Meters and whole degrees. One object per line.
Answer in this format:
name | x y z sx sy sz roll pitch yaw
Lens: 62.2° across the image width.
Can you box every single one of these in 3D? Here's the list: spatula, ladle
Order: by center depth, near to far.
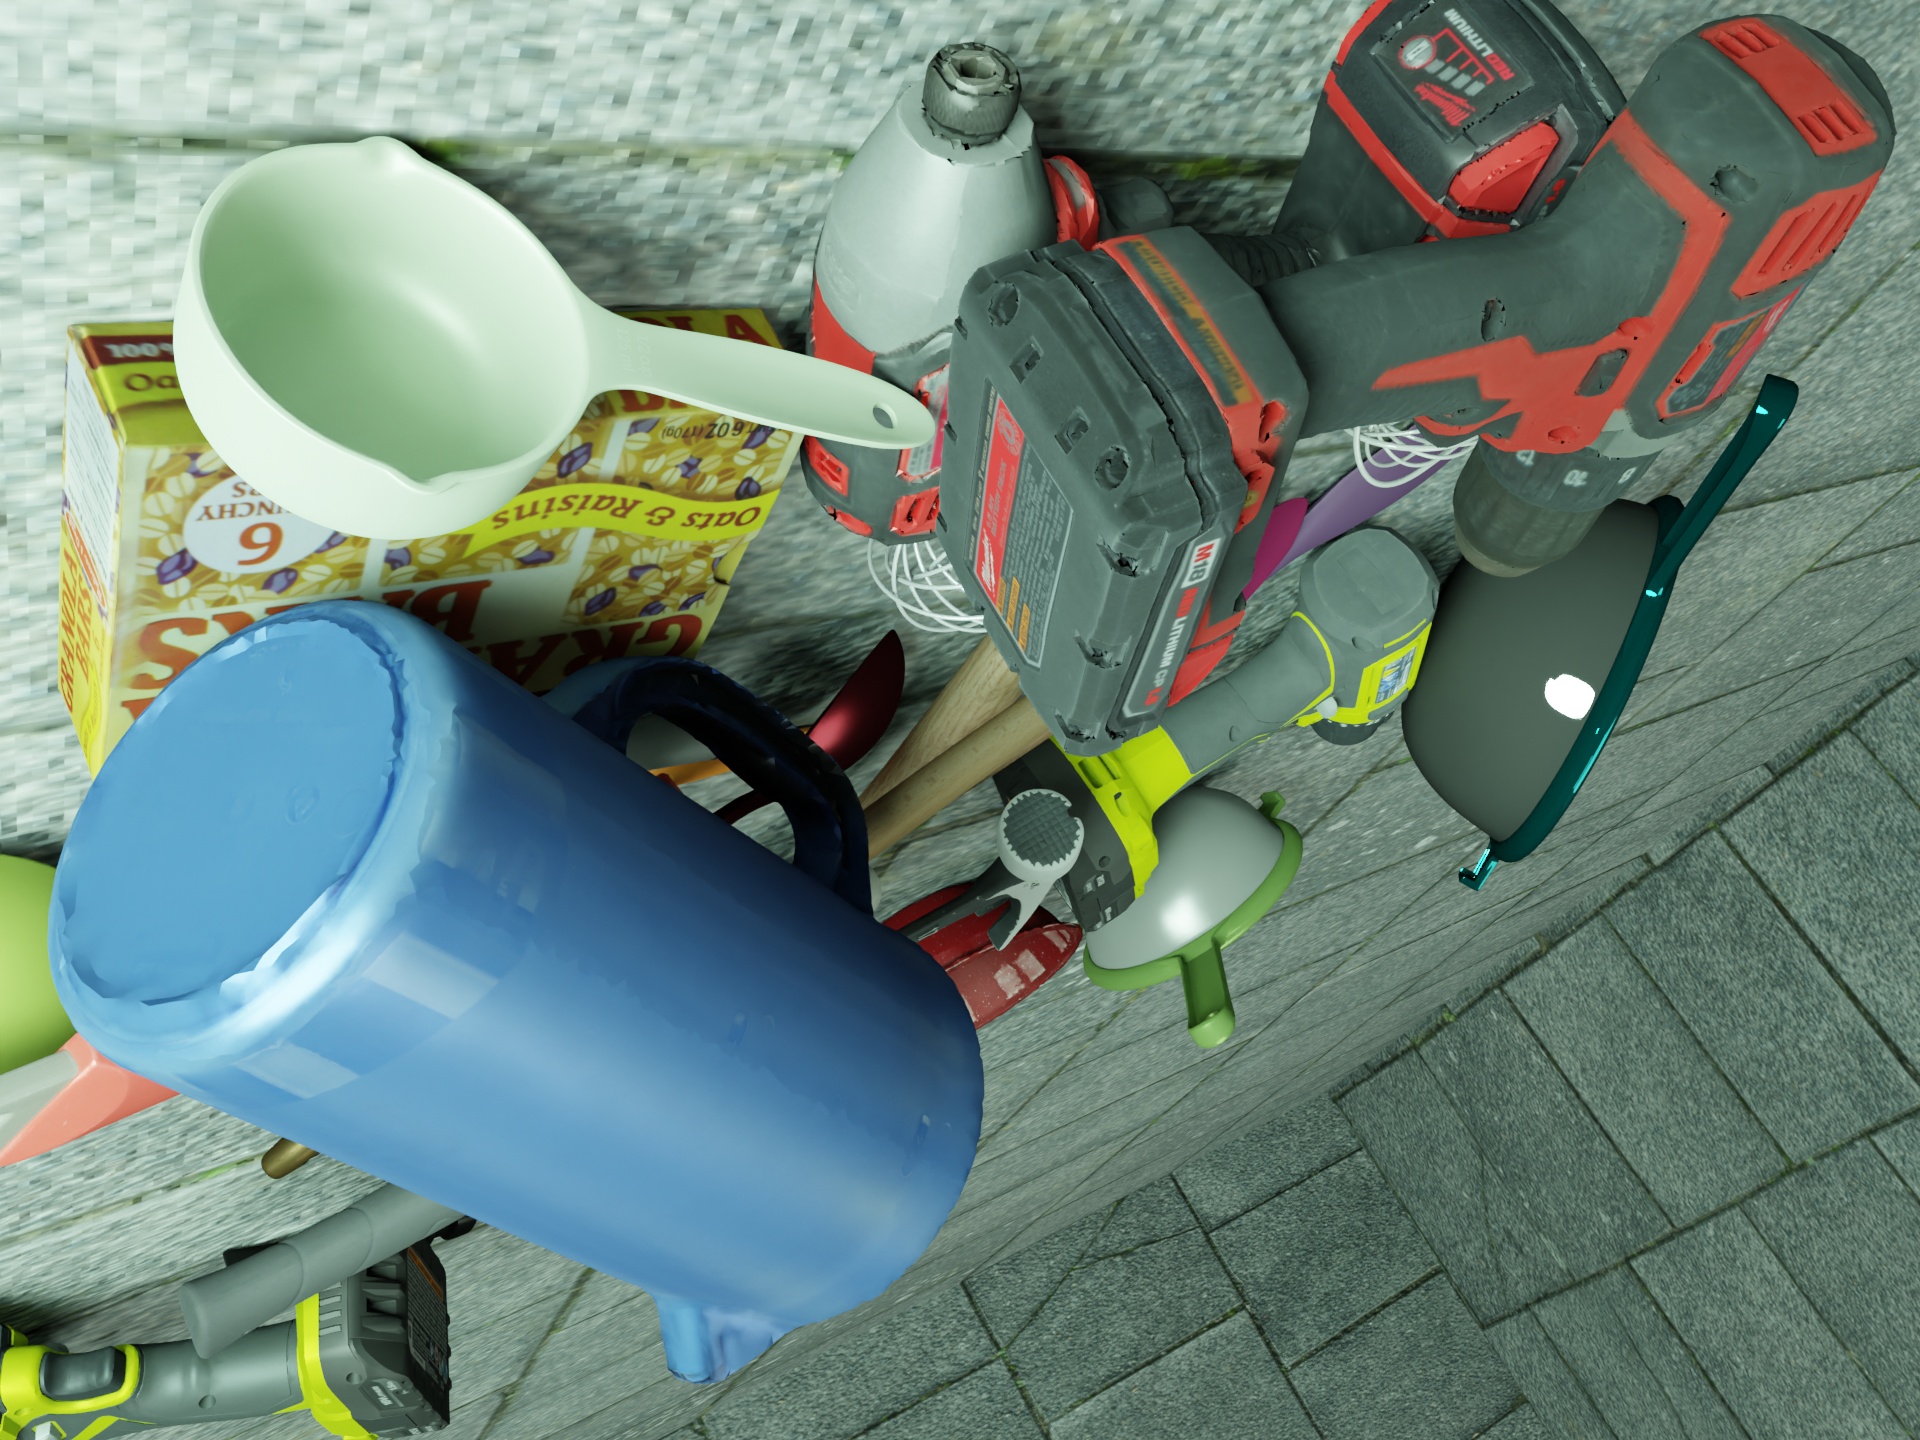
ladle | -0.239 0.091 0.562 0.078 0.062 0.320 -35 164 8
ladle | -0.140 0.075 0.600 0.315 0.031 0.069 -38 180 2
spatula | 0.114 -0.053 0.729 0.316 0.018 0.059 -36 155 7

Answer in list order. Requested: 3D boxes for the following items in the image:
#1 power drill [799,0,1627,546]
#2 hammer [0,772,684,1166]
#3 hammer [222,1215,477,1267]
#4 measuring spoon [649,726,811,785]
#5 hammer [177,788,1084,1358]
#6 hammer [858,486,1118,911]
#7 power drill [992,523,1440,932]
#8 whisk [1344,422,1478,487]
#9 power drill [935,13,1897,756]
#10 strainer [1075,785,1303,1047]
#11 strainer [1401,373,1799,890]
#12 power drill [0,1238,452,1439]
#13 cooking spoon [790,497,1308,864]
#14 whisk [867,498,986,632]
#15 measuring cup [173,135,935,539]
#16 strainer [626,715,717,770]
power drill | 0.062 -0.131 0.432 0.219 0.079 0.143 -20 155 -20
hammer | -0.217 0.094 0.442 0.359 0.037 0.149 -22 151 -43
hammer | -0.231 0.189 0.736 0.127 0.034 0.336 -8 153 -45
measuring spoon | -0.080 0.015 0.630 0.117 0.011 0.021 -14 152 -38
hammer | -0.133 0.152 0.678 0.409 0.036 0.149 -27 164 -12
hammer | -0.001 -0.002 0.652 0.331 0.031 0.130 -49 165 31
power drill | 0.138 0.011 0.820 0.228 0.080 0.190 -33 158 -4
whisk | 0.245 -0.150 0.664 0.246 0.058 0.059 -23 126 -31
power drill | 0.111 -0.073 0.421 0.226 0.080 0.187 -22 156 -15
strainer | 0.116 0.099 0.884 0.151 0.069 0.256 -34 -170 12
strainer | 0.298 -0.067 0.800 0.340 0.095 0.211 92 23 -62
power drill | -0.352 0.286 0.705 0.223 0.080 0.171 -8 146 -10
cooking spoon | 0.031 -0.004 0.625 0.319 0.017 0.068 -35 155 -26
whisk | 0.092 -0.111 0.533 0.284 0.070 0.070 -32 159 -18
measuring cup | -0.081 -0.070 0.345 0.167 0.083 0.038 4 154 -38
strainer | -0.152 0.014 0.499 0.087 0.050 0.258 -13 178 36
